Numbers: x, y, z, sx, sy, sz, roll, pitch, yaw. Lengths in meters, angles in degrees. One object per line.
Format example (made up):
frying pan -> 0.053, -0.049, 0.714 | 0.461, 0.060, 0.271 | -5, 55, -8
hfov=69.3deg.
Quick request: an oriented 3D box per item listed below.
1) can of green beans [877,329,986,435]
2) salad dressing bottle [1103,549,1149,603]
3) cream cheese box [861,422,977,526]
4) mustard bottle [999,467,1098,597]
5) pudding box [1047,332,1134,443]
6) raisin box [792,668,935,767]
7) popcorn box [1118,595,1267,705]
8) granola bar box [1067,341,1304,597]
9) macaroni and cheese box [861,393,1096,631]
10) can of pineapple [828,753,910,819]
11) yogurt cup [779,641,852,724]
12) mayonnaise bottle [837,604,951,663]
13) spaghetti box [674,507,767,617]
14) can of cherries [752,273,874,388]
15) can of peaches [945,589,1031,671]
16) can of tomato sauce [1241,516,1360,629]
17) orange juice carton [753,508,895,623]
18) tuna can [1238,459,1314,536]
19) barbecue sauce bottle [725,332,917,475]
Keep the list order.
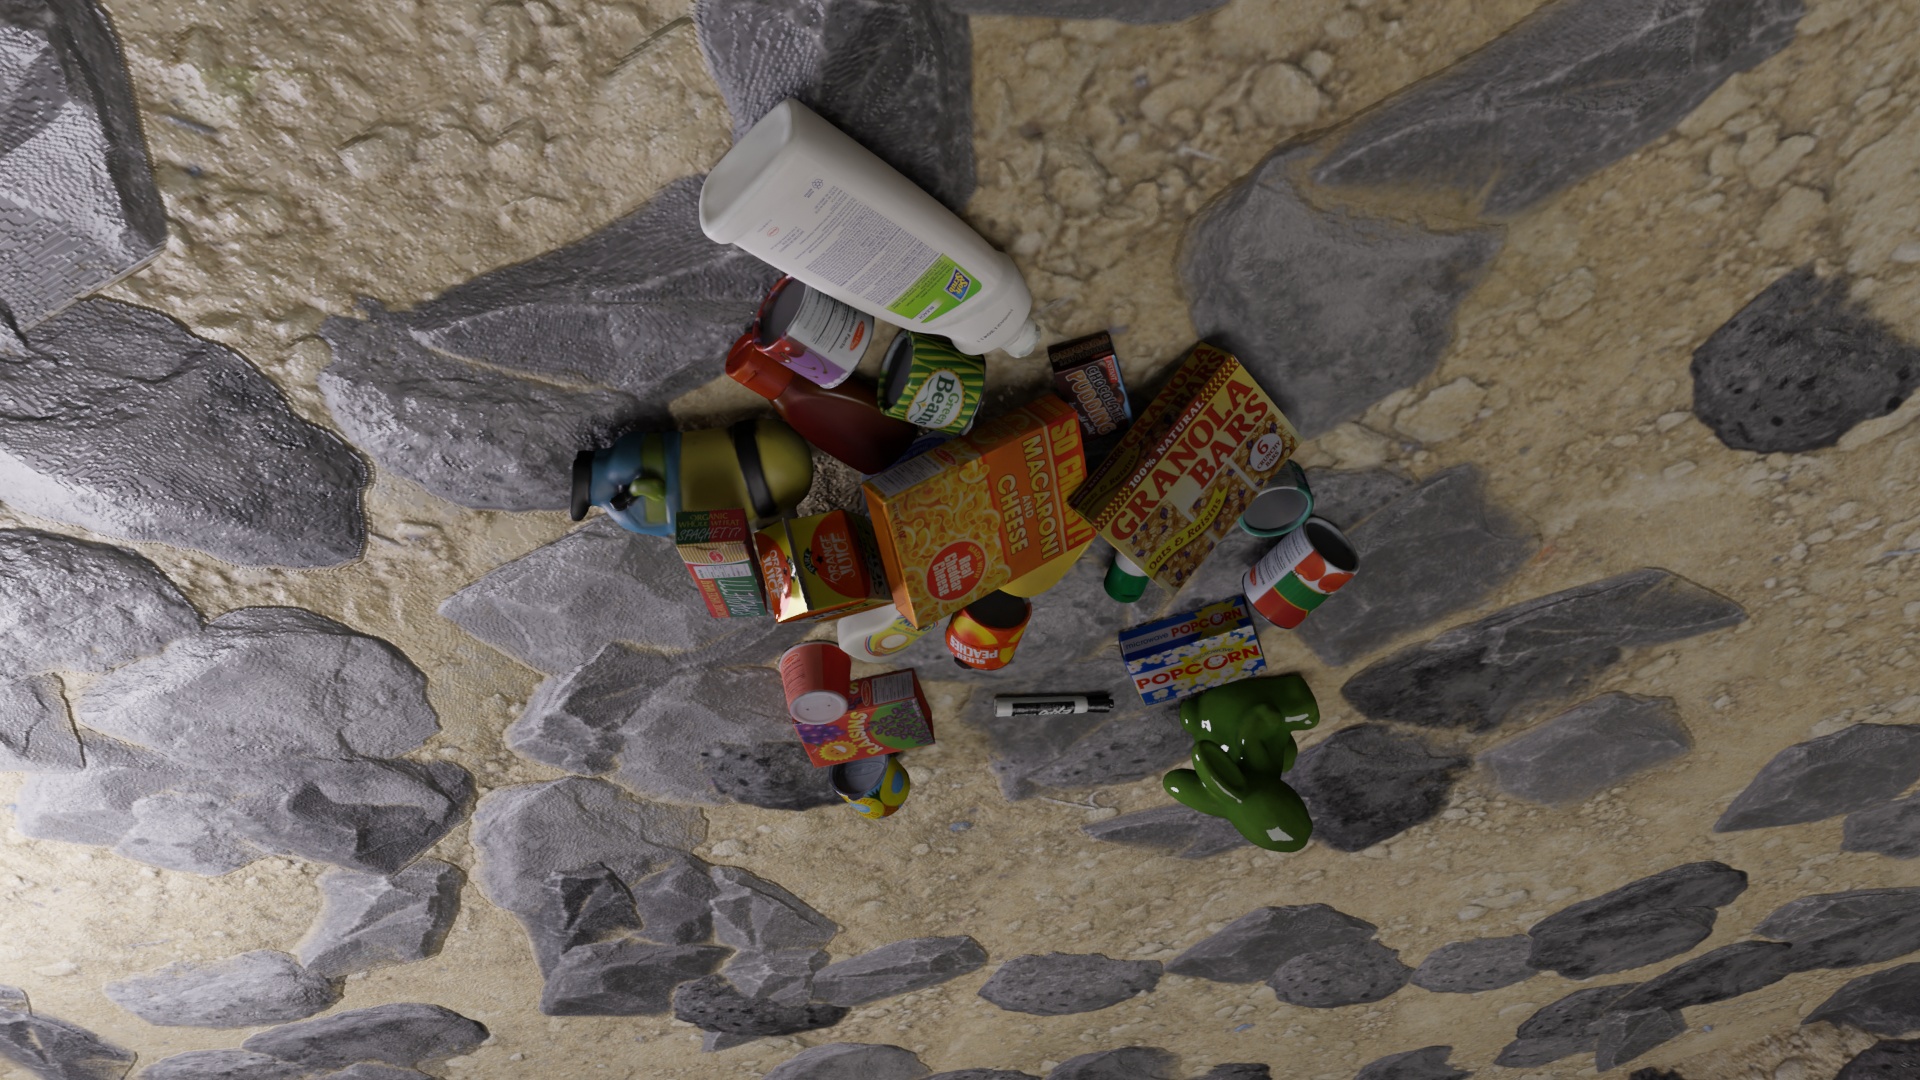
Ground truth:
can of green beans -> -0.022, -0.116, 1.014 | 0.058, 0.071, 0.071 | 15, 134, -24
salad dressing bottle -> 0.160, -0.005, 1.189 | 0.064, 0.044, 0.146 | 2, 138, -14
cream cheese box -> -0.030, -0.054, 1.093 | 0.103, 0.053, 0.024 | -25, 137, 18
mustard bottle -> 0.085, -0.015, 1.161 | 0.065, 0.049, 0.159 | 23, 129, -28
pudding box -> 0.101, -0.116, 1.064 | 0.049, 0.030, 0.083 | -16, 139, 7
raisin box -> -0.094, 0.175, 1.353 | 0.123, 0.040, 0.085 | -12, 140, 4
popcorn box -> 0.223, 0.107, 1.333 | 0.126, 0.038, 0.085 | -18, 138, 10
granola bar box -> 0.177, -0.054, 1.086 | 0.165, 0.039, 0.124 | -50, 130, 1
macaroni and cheese box -> 0.018, -0.023, 1.050 | 0.167, 0.040, 0.123 | -27, 129, -19
can of pineapple -> -0.092, 0.243, 1.408 | 0.071, 0.071, 0.057 | -20, 138, 13
yogurt cup -> -0.133, 0.134, 1.288 | 0.072, 0.054, 0.072 | -5, 138, -5
mayonnaise bottle -> -0.042, 0.059, 1.216 | 0.065, 0.041, 0.147 | 21, 139, -37
spaghetti box -> -0.184, 0.022, 1.092 | 0.050, 0.029, 0.249 | -2, 165, -5
can of cherries -> -0.104, -0.147, 0.966 | 0.058, 0.072, 0.071 | 27, 128, -34
can of peaches -> 0.024, 0.074, 1.236 | 0.071, 0.071, 0.057 | 5, 136, -15
can of tomato sauce -> 0.305, 0.029, 1.237 | 0.071, 0.071, 0.082 | 18, 131, -28
orange juice carton -> -0.104, 0.022, 1.079 | 0.073, 0.072, 0.192 | -16, 175, 7
tuna can -> 0.265, -0.034, 1.184 | 0.071, 0.033, 0.070 | -5, 138, -4
barbecue sauce bottle -> -0.105, -0.103, 1.032 | 0.148, 0.044, 0.064 | 29, 127, -35
